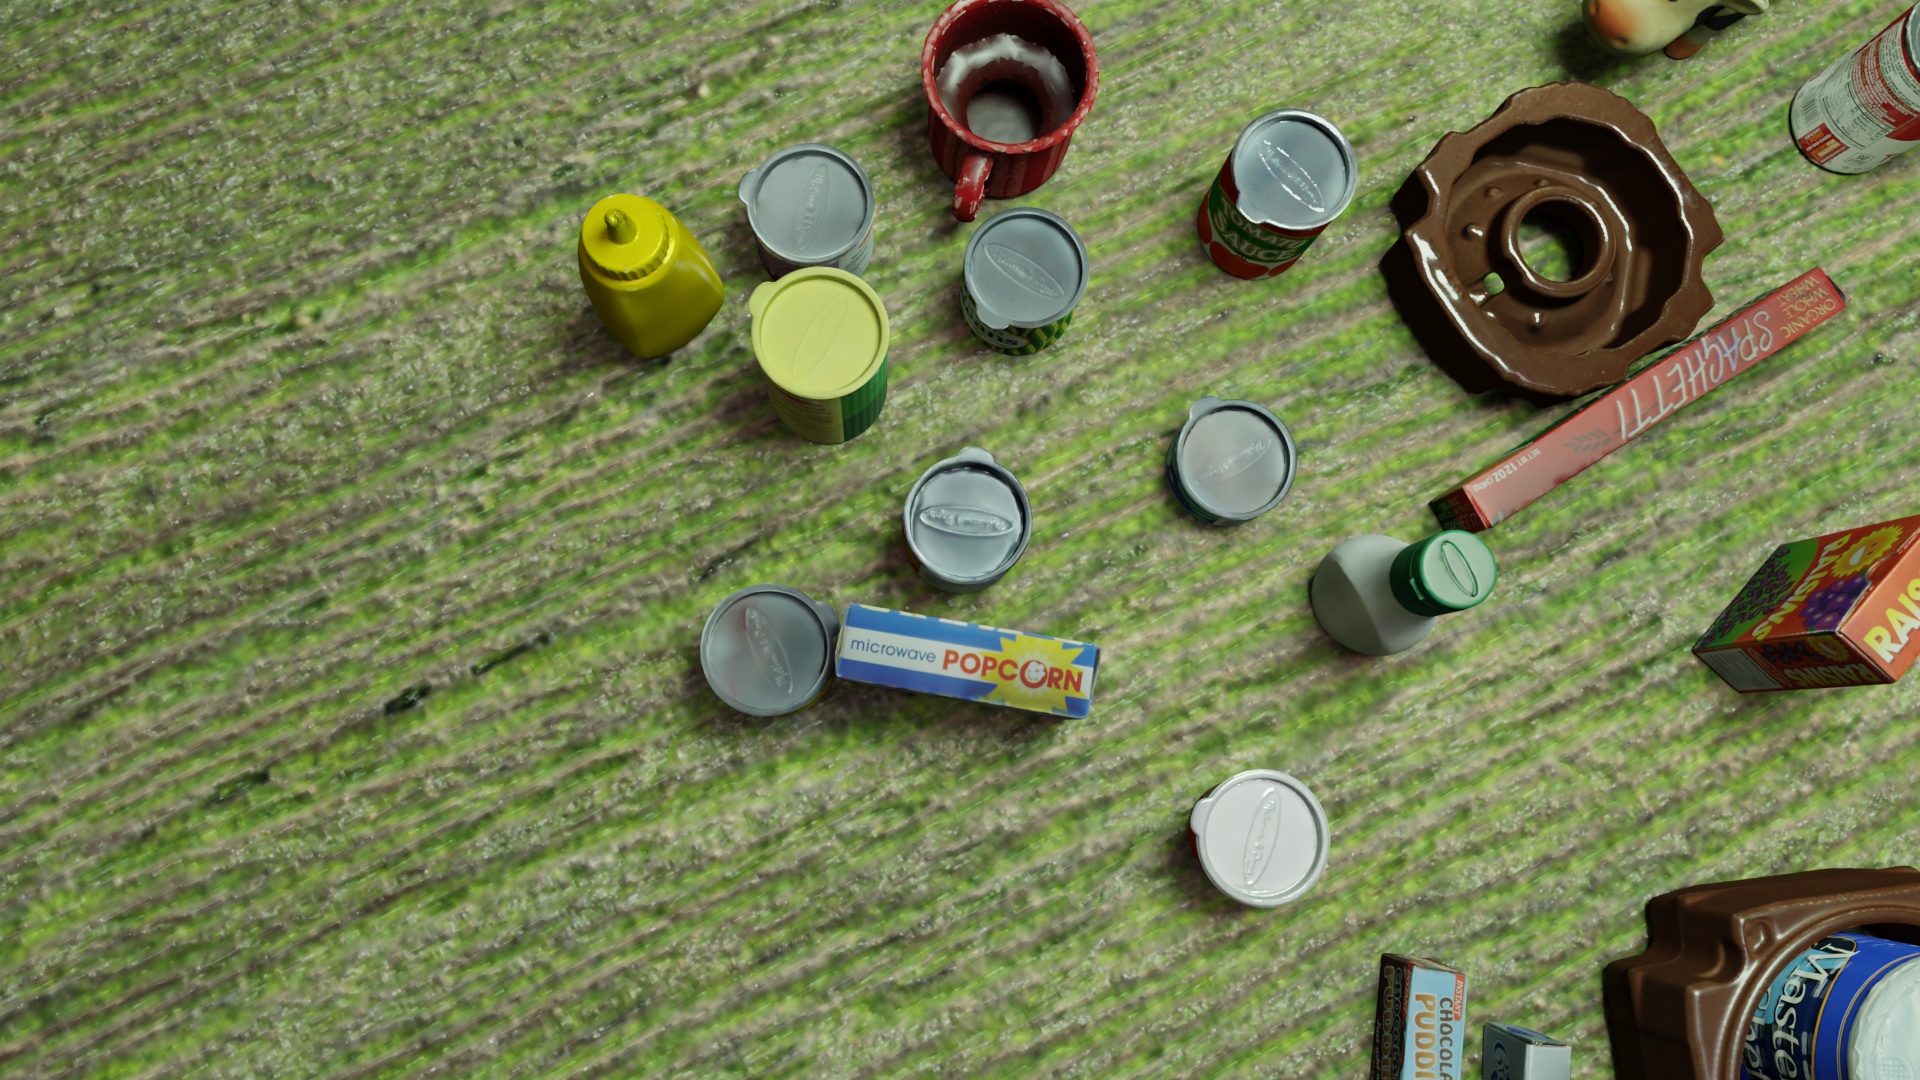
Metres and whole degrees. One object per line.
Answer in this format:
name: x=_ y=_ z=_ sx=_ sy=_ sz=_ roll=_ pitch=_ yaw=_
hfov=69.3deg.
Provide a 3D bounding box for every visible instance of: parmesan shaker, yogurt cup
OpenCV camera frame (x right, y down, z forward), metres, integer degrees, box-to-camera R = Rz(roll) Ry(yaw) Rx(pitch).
parmesan shaker: x=-0.072 y=-0.094 z=0.718 sx=0.071 sy=0.103 sz=0.071 roll=0 pitch=82 yaw=-3
yogurt cup: x=0.150 y=0.152 z=0.718 sx=0.072 sy=0.054 sz=0.072 roll=1 pitch=81 yaw=-3

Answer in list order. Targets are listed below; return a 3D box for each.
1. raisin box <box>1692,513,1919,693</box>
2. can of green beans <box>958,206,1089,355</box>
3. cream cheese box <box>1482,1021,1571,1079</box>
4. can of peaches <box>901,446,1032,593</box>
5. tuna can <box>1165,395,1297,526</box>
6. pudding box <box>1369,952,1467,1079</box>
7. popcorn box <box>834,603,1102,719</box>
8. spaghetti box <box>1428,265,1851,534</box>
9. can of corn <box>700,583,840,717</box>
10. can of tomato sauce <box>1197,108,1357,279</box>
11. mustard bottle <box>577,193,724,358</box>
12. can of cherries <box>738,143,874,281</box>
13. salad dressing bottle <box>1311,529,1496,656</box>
raisin box: x=0.452 y=0.034 z=0.719 sx=0.040 sy=0.123 sz=0.086 roll=45 pitch=82 yaw=3
can of green beans: x=0.033 y=-0.139 z=0.754 sx=0.071 sy=0.057 sz=0.071 roll=1 pitch=81 yaw=-3
cream cheese box: x=0.285 y=0.302 z=0.703 sx=0.024 sy=0.053 sz=0.104 roll=6 pitch=81 yaw=-2
can of peaches: x=0.003 y=-0.009 z=0.732 sx=0.071 sy=0.058 sz=0.071 roll=1 pitch=81 yaw=-3
tuna can: x=0.145 y=-0.044 z=0.758 sx=0.071 sy=0.033 sz=0.071 roll=1 pitch=81 yaw=-3
pudding box: x=0.233 y=0.258 z=0.708 sx=0.030 sy=0.049 sz=0.084 roll=9 pitch=81 yaw=-2
popcorn box: x=0.001 y=0.063 z=0.707 sx=0.127 sy=0.085 sz=0.038 roll=10 pitch=81 yaw=-2
spaghetti box: x=0.374 y=-0.076 z=0.768 sx=0.250 sy=0.050 sz=0.029 roll=-31 pitch=85 yaw=-7
can of corn: x=-0.095 y=0.057 z=0.716 sx=0.071 sy=0.058 sz=0.071 roll=1 pitch=81 yaw=-3
can of tomato sauce: x=0.169 y=-0.184 z=0.756 sx=0.071 sy=0.083 sz=0.071 roll=0 pitch=82 yaw=-3
mustard bottle: x=-0.157 y=-0.137 z=0.690 sx=0.065 sy=0.160 sz=0.049 roll=-38 pitch=86 yaw=-8
can of cherries: x=-0.082 y=-0.173 z=0.752 sx=0.071 sy=0.058 sz=0.071 roll=1 pitch=81 yaw=-3
salad dressing bottle: x=0.219 y=0.024 z=0.694 sx=0.044 sy=0.147 sz=0.064 roll=-26 pitch=84 yaw=-7
